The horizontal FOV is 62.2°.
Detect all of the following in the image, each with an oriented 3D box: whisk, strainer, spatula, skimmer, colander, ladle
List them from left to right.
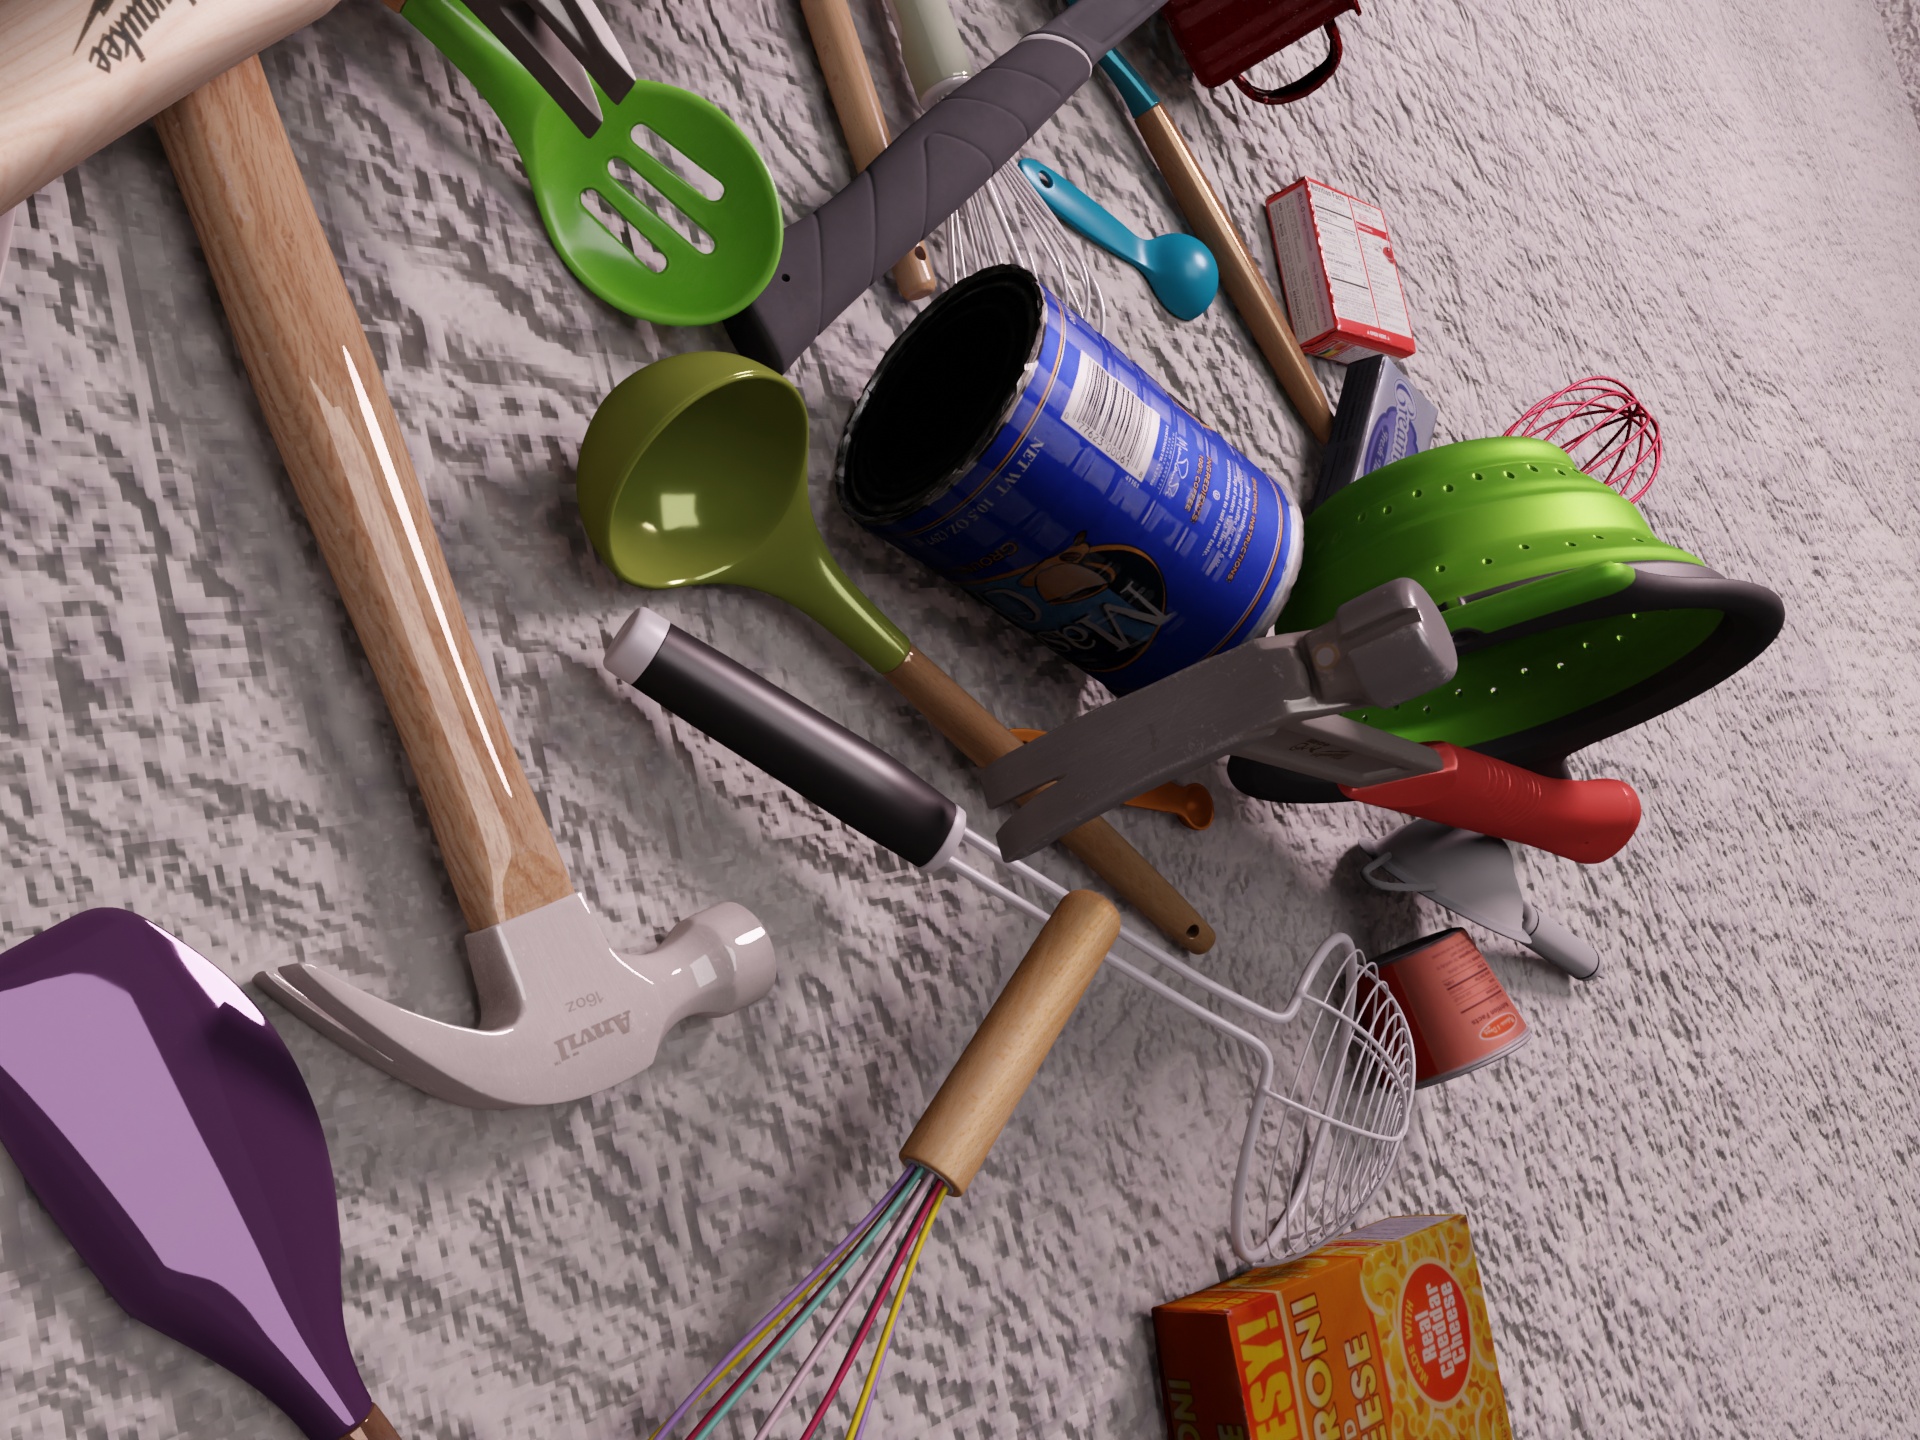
[{"bbox_3d":[-0.129,0.184,0.373,0.060,0.018,0.316,-34,99,-43],"label":"spatula"},{"bbox_3d":[-0.024,0.143,0.443,0.245,0.047,0.051,-54,126,-27],"label":"whisk"},{"bbox_3d":[-0.003,-0.243,0.638,0.057,0.059,0.246,22,48,-81],"label":"whisk"},{"bbox_3d":[-0.001,-0.002,0.541,0.078,0.062,0.319,-47,120,0],"label":"ladle"},{"bbox_3d":[0.028,0.074,0.553,0.363,0.090,0.127,34,68,-20],"label":"skimmer"},{"bbox_3d":[0.111,-0.273,0.757,0.317,0.044,0.082,57,18,-16],"label":"spatula"},{"bbox_3d":[0.247,-0.087,0.773,0.296,0.073,0.073,-35,101,-26],"label":"whisk"},{"bbox_3d":[0.225,-0.026,0.682,0.396,0.204,0.095,29,46,-63],"label":"colander"},{"bbox_3d":[0.263,0.090,0.762,0.258,0.087,0.050,28,98,-46],"label":"strainer"}]

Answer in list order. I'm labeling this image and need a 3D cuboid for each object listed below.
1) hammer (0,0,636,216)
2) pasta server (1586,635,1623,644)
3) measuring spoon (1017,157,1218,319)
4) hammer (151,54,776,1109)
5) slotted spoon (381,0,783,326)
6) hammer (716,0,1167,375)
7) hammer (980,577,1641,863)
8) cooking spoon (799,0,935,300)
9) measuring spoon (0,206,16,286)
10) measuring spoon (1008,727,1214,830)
[{"bbox_3d":[-0.234,-0.093,0.331,0.146,0.038,0.411,45,55,-17],"label":"hammer"},{"bbox_3d":[0.221,-0.062,0.721,0.316,0.040,0.060,7,89,-21],"label":"pasta server"},{"bbox_3d":[0.077,-0.223,0.719,0.128,0.021,0.042,21,62,-39],"label":"measuring spoon"},{"bbox_3d":[-0.159,-0.055,0.422,0.130,0.031,0.331,-22,90,-47],"label":"hammer"},{"bbox_3d":[-0.179,-0.234,0.464,0.313,0.070,0.031,40,7,-23],"label":"slotted spoon"},{"bbox_3d":[0.051,-0.263,0.621,0.149,0.036,0.409,43,65,-3],"label":"hammer"},{"bbox_3d":[0.167,0.026,0.587,0.358,0.149,0.037,13,57,-52],"label":"hammer"},{"bbox_3d":[-0.065,-0.314,0.618,0.068,0.017,0.319,-15,86,-46],"label":"cooking spoon"},{"bbox_3d":[-0.242,-0.145,0.390,0.034,0.018,0.124,12,74,-38],"label":"measuring spoon"},{"bbox_3d":[0.056,0.023,0.621,0.116,0.011,0.021,18,66,-35],"label":"measuring spoon"}]
